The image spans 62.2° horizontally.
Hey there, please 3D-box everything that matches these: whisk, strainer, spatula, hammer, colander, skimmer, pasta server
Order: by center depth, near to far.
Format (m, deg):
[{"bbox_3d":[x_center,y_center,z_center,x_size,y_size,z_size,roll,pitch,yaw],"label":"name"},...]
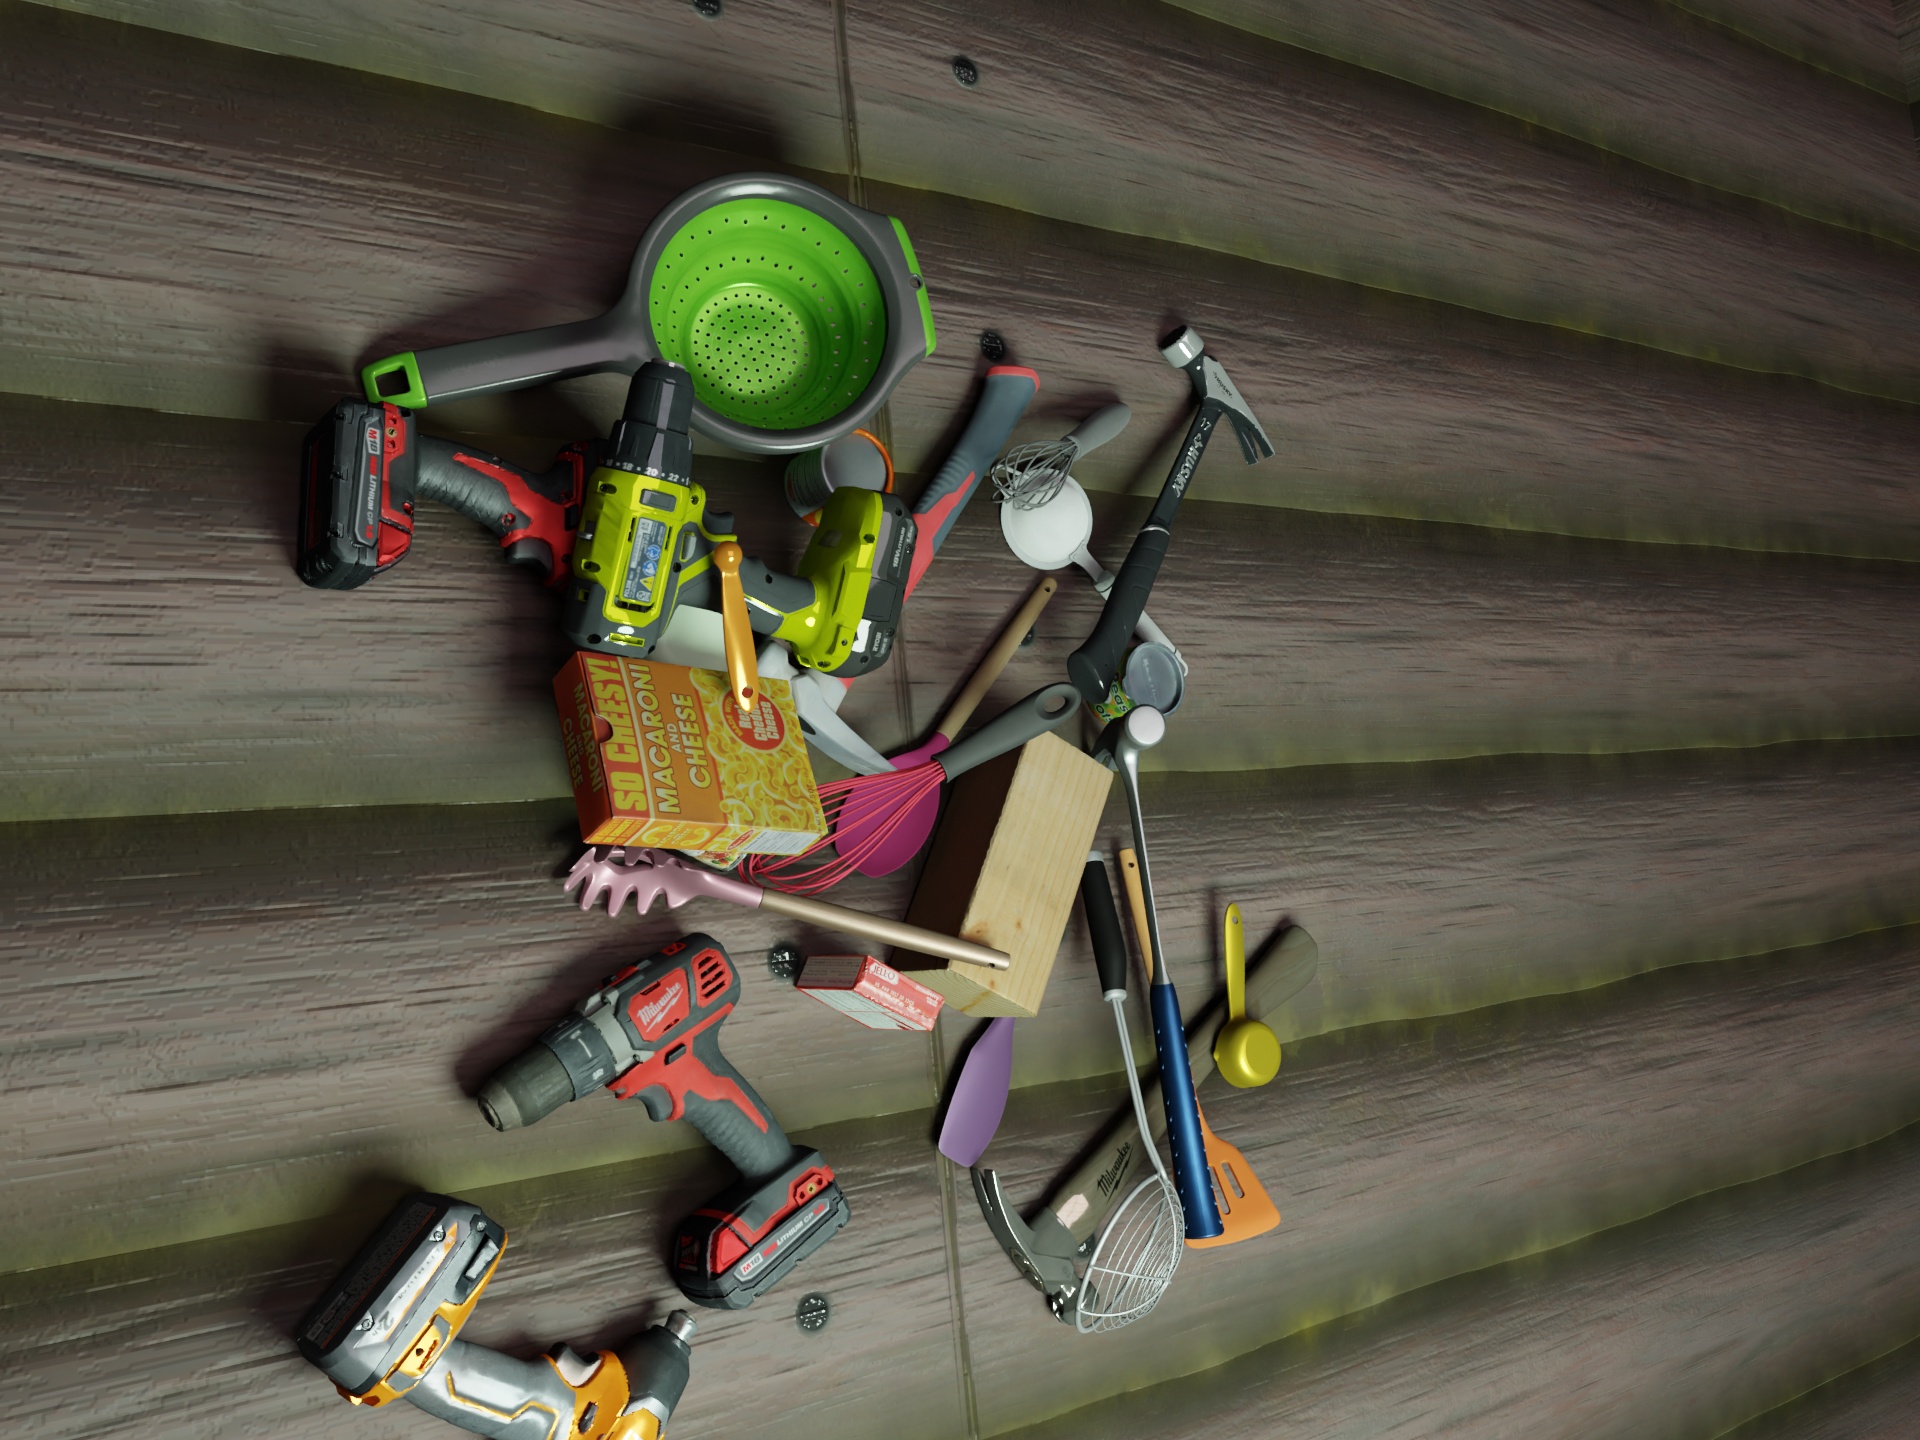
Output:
[{"bbox_3d":[-0.114,0.136,1.104,0.316,0.060,0.040,16,43,-13],"label":"pasta server"},{"bbox_3d":[-0.220,-0.265,1.140,0.397,0.094,0.204,-16,89,-18],"label":"colander"},{"bbox_3d":[-0.032,0.044,1.167,0.296,0.073,0.073,-29,99,-20],"label":"whisk"},{"bbox_3d":[0.104,0.280,1.242,0.127,0.090,0.364,45,32,-60],"label":"skimmer"},{"bbox_3d":[0.157,0.198,1.259,0.035,0.144,0.406,-6,81,-11],"label":"hammer"},{"bbox_3d":[-0.021,-0.136,1.269,0.143,0.038,0.386,41,61,-18],"label":"hammer"},{"bbox_3d":[0.051,0.202,1.275,0.059,0.018,0.316,40,61,-38],"label":"spatula"},{"bbox_3d":[0.177,0.260,1.299,0.081,0.041,0.323,-11,77,-9],"label":"spatula"},{"bbox_3d":[0.174,0.301,1.333,0.411,0.038,0.146,-40,104,-33],"label":"hammer"},{"bbox_3d":[0.091,-0.228,1.341,0.055,0.055,0.239,61,38,-10],"label":"whisk"},{"bbox_3d":[0.121,-0.127,1.373,0.258,0.050,0.087,46,74,-23],"label":"strainer"},{"bbox_3d":[0.177,-0.171,1.386,0.149,0.036,0.409,44,51,-23],"label":"hammer"}]

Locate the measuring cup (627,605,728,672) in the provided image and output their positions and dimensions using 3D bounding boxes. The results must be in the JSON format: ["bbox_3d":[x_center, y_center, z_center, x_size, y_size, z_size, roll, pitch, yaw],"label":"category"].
[{"bbox_3d":[-0.178,-0.017,1.141,0.083,0.038,0.167,-25,94,-35],"label":"measuring cup"}]

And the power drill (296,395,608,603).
[{"bbox_3d":[-0.312,-0.127,1.049,0.219,0.078,0.143,6,79,-37],"label":"power drill"}]

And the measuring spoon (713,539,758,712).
[{"bbox_3d":[-0.145,-0.060,1.044,0.021,0.011,0.117,-15,109,-29],"label":"measuring spoon"}]

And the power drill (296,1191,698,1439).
[{"bbox_3d":[-0.270,0.391,0.981,0.226,0.084,0.164,51,57,-22],"label":"power drill"}]

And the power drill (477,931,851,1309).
[{"bbox_3d":[-0.195,0.277,1.057,0.188,0.080,0.226,-31,97,-35],"label":"power drill"}]

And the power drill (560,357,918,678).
[{"bbox_3d":[-0.147,-0.127,1.080,0.228,0.080,0.190,11,94,-37],"label":"power drill"}]

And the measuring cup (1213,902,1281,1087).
[{"bbox_3d":[0.244,0.233,1.356,0.062,0.029,0.156,5,78,-33],"label":"measuring cup"}]

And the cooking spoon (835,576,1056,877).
[{"bbox_3d":[-0.002,-0.004,1.275,0.068,0.017,0.319,38,61,-5],"label":"cooking spoon"}]
